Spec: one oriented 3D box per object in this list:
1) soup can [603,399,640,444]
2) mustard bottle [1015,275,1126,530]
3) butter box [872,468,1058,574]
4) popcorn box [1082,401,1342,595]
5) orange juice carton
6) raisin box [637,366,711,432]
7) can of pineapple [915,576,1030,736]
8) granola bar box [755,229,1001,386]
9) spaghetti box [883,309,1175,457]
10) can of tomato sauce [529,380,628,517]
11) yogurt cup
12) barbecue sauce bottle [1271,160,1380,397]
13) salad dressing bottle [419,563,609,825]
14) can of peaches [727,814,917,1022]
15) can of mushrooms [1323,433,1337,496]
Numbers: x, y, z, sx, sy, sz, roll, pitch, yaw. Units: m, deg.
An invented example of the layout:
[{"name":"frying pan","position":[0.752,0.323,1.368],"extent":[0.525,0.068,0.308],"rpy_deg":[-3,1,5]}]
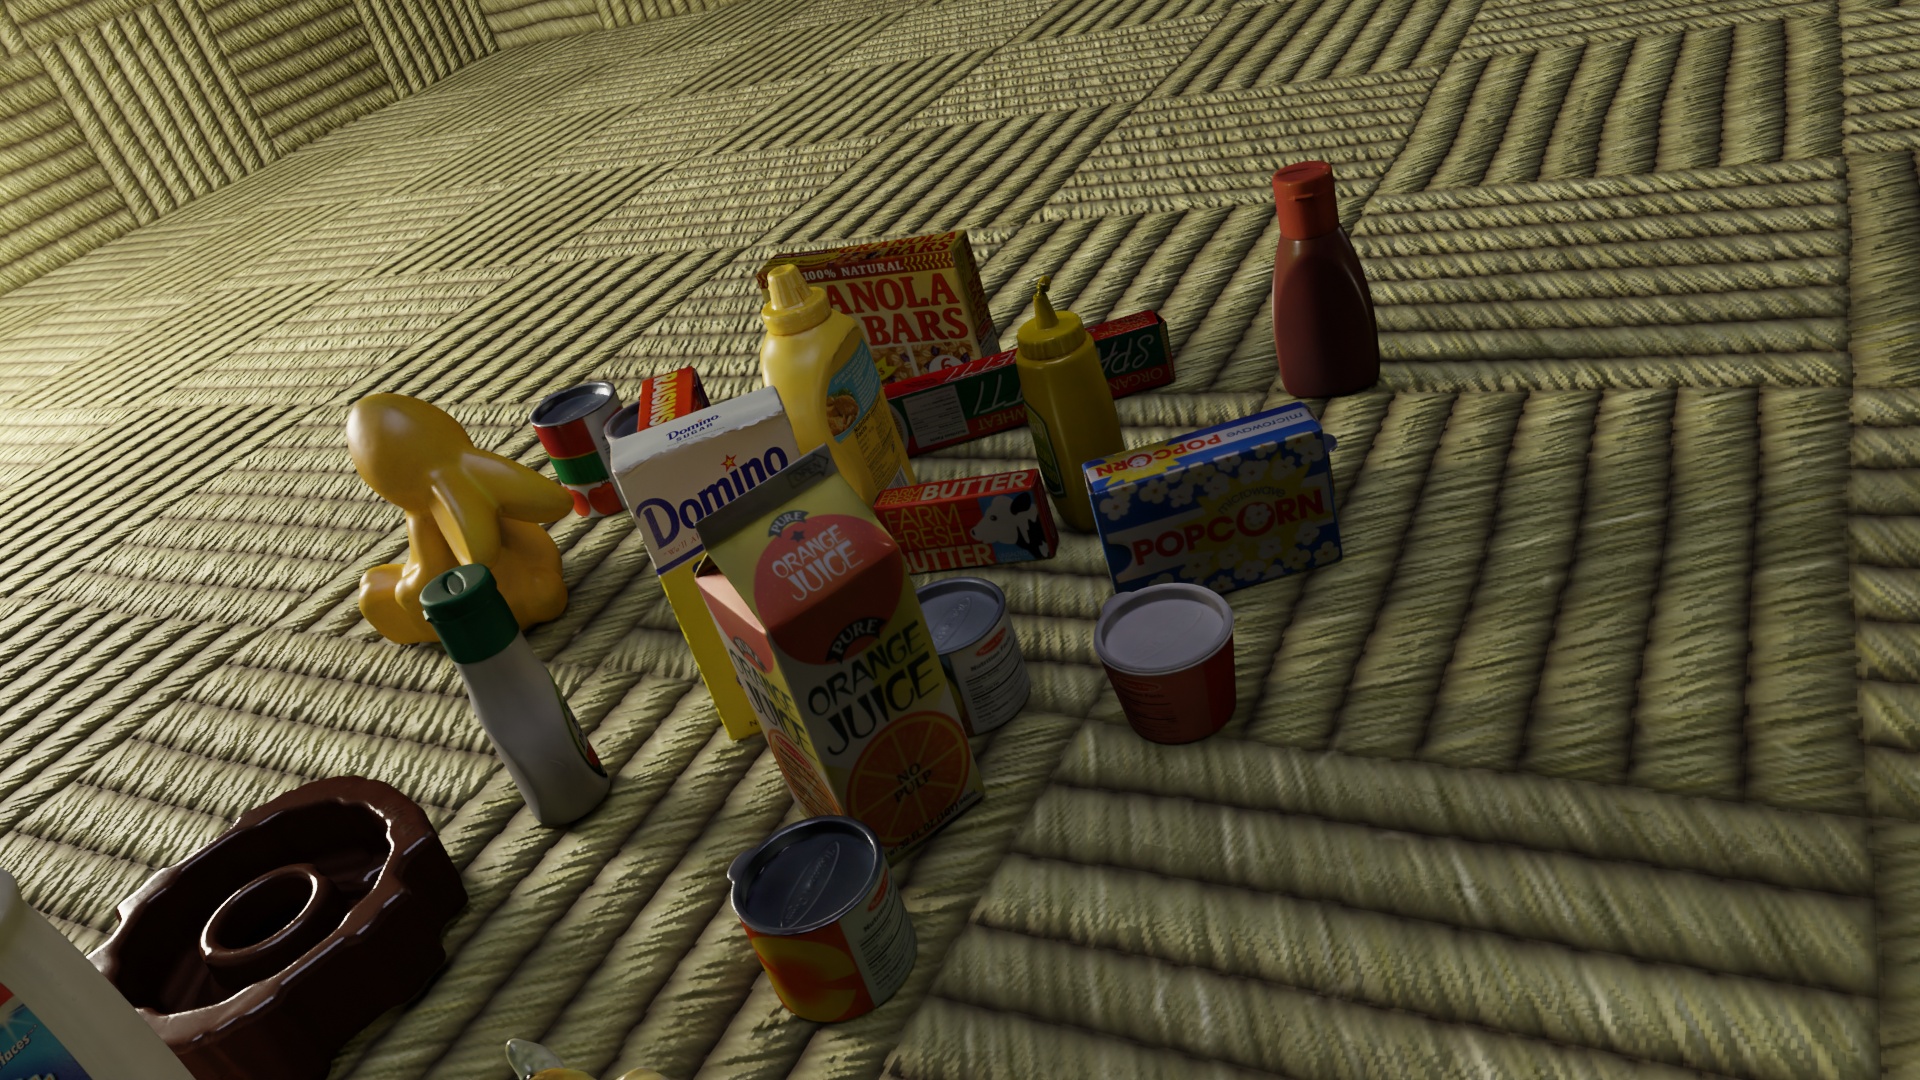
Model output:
[{"name":"soup can","position":[-0.204,-0.055,0.990],"extent":[0.071,0.083,0.072],"rpy_deg":[-13,31,8]},{"name":"mustard bottle","position":[0.063,-0.084,0.828],"extent":[0.049,0.159,0.065],"rpy_deg":[-23,31,-8]},{"name":"butter box","position":[0.003,-0.011,0.844],"extent":[0.103,0.053,0.024],"rpy_deg":[-7,32,18]},{"name":"popcorn box","position":[0.137,-0.016,0.753],"extent":[0.127,0.085,0.038],"rpy_deg":[-16,31,3]},{"name":"orange juice carton","position":[-0.059,0.053,0.638],"extent":[0.072,0.191,0.073],"rpy_deg":[-33,34,-23]},{"name":"raisin box","position":[-0.171,-0.041,0.913],"extent":[0.040,0.122,0.086],"rpy_deg":[-18,31,1]},{"name":"can of pineapple","position":[-0.003,0.060,0.729],"extent":[0.071,0.057,0.071],"rpy_deg":[-13,31,8]},{"name":"granola bar box","position":[-0.058,-0.162,1.047],"extent":[0.165,0.123,0.039],"rpy_deg":[-1,34,25]},{"name":"spaghetti box","position":[0.027,-0.105,0.985],"extent":[0.250,0.050,0.029],"rpy_deg":[-16,31,3]},{"name":"can of tomato sauce","position":[-0.278,-0.068,1.049],"extent":[0.071,0.082,0.071],"rpy_deg":[-13,31,8]},{"name":"yogurt cup","position":[0.103,0.062,0.677],"extent":[0.072,0.053,0.073],"rpy_deg":[-13,31,8]},{"name":"barbecue sauce bottle","position":[0.227,-0.165,0.884],"extent":[0.065,0.148,0.044],"rpy_deg":[-6,33,19]},{"name":"salad dressing bottle","position":[-0.232,0.081,0.724],"extent":[0.044,0.147,0.064],"rpy_deg":[-28,32,-17]},{"name":"can of peaches","position":[-0.059,0.161,0.595],"extent":[0.071,0.057,0.071],"rpy_deg":[-13,31,8]},{"name":"can of mushrooms","position":[0.187,-0.038,0.814],"extent":[0.071,0.033,0.071],"rpy_deg":[-13,31,8]}]
